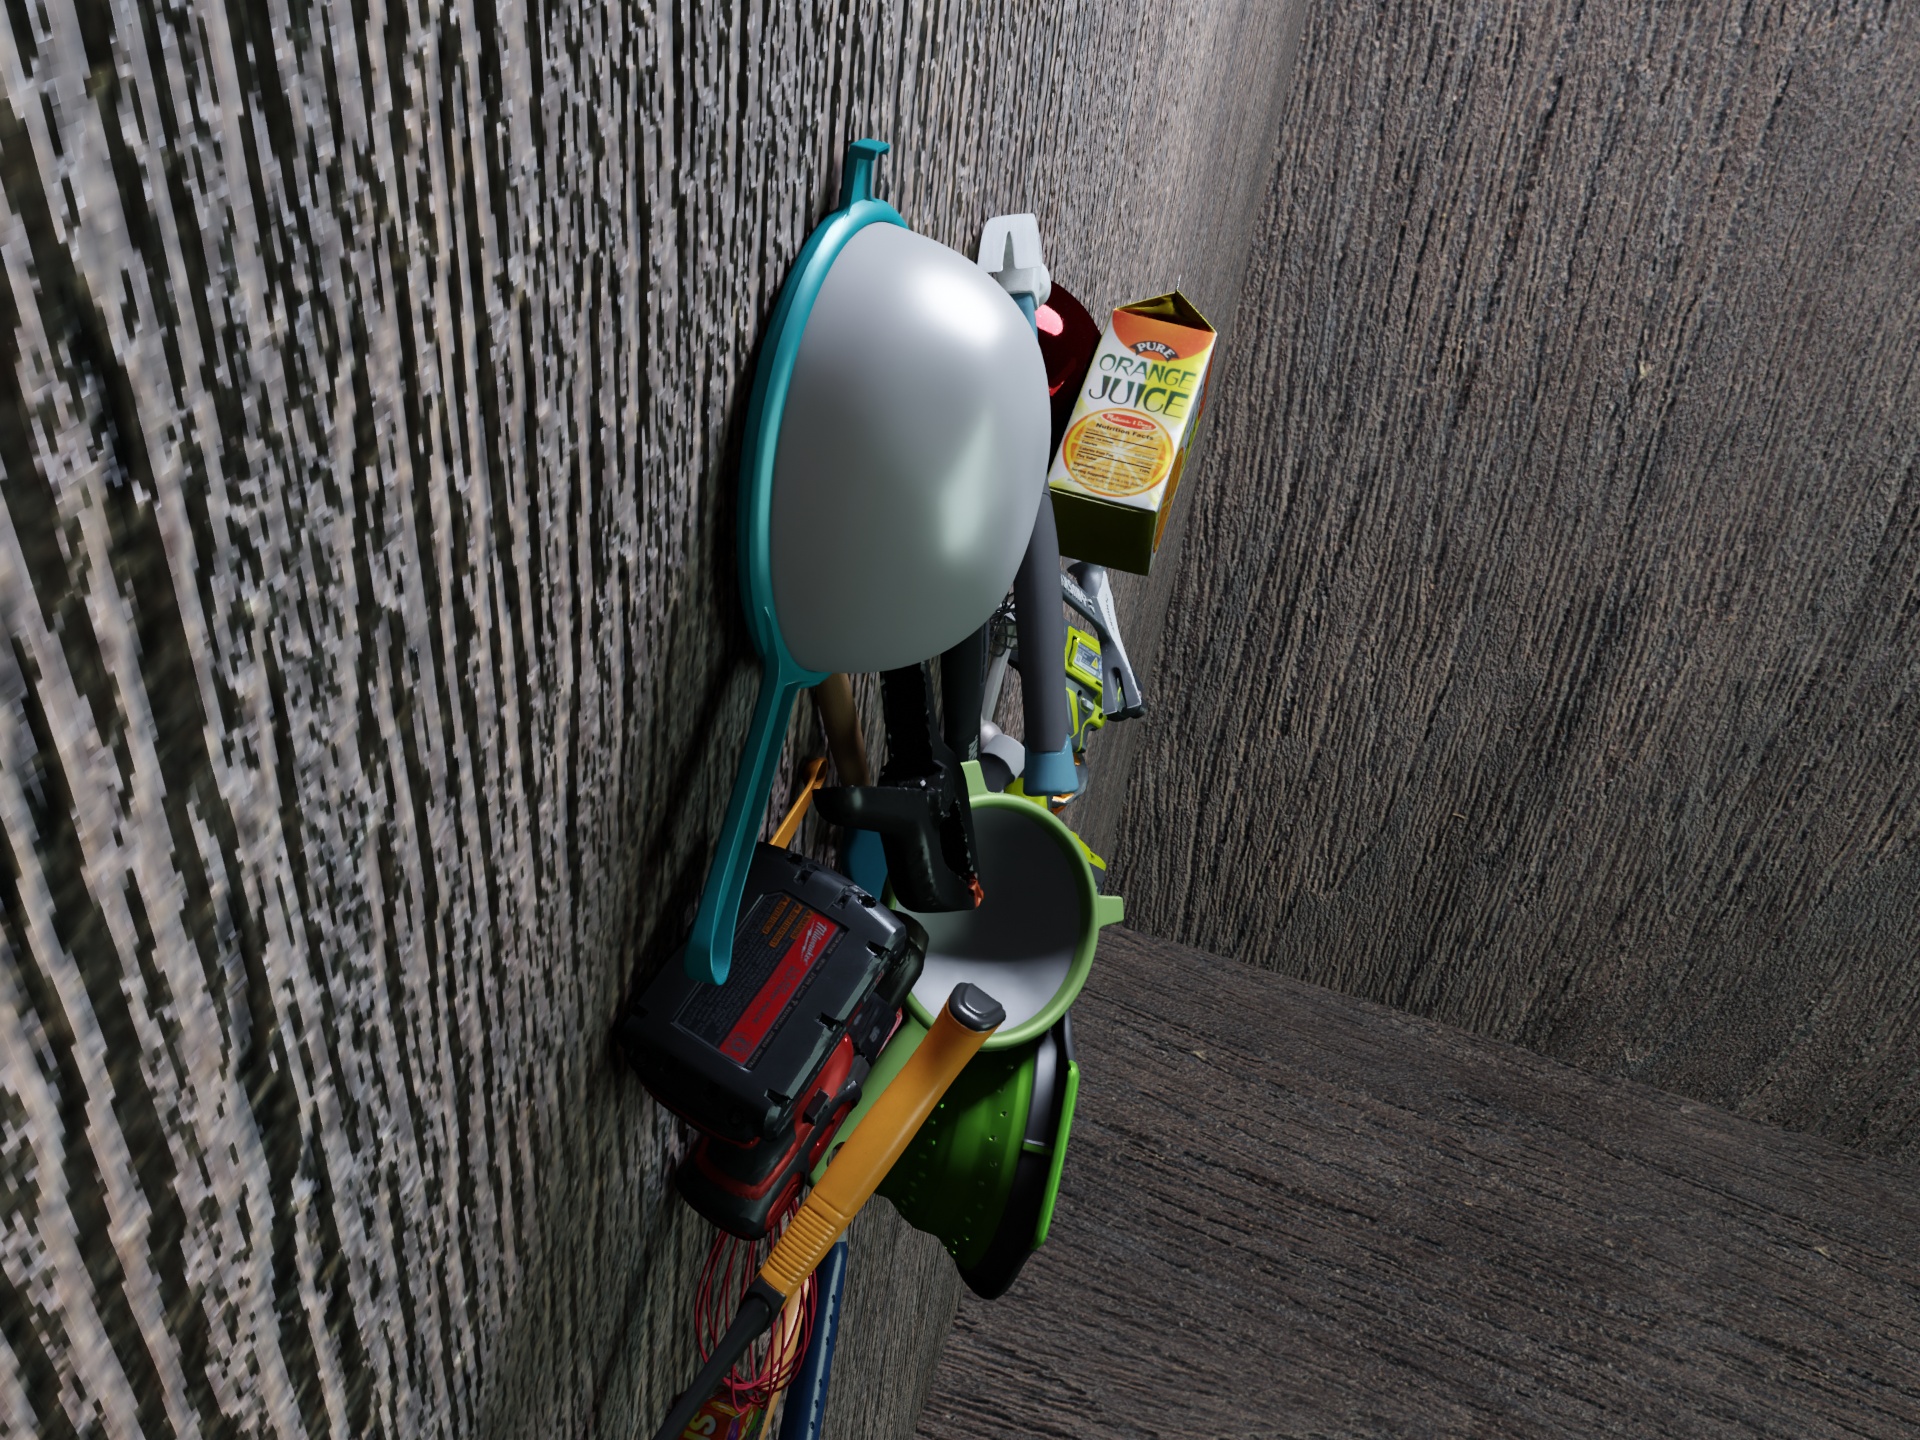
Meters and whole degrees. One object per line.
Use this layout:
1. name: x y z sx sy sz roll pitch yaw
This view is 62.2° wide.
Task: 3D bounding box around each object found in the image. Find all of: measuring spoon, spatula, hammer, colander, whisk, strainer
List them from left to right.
1. spatula: -0.160 0.515 1.122 0.323 0.041 0.081 -69 170 -49
2. whisk: -0.109 0.258 0.902 0.073 0.073 0.295 -40 138 -73
3. measuring spoon: -0.095 0.061 0.797 0.021 0.011 0.117 95 18 -48
4. hammer: -0.085 0.277 0.807 0.337 0.034 0.127 -53 169 -12
5. hammer: -0.085 0.338 1.071 0.144 0.035 0.405 54 45 -77
6. spatula: -0.051 0.031 0.887 0.082 0.044 0.317 -48 160 -19
7. strainer: -0.028 -0.050 0.666 0.210 0.095 0.340 64 39 -70
8. strainer: -0.024 0.159 0.938 0.256 0.151 0.069 -55 -157 -19
9. colander: -0.018 0.263 1.088 0.397 0.094 0.204 144 -40 -77
10. hammer: -0.005 0.083 1.249 0.149 0.037 0.359 1 104 -80
11. hammer: -0.002 -0.003 0.998 0.146 0.035 0.334 -51 163 -25
12. whisk: 0.003 -0.061 1.049 0.239 0.055 0.055 -24 129 -72
13. measuring spoon: 0.011 -0.012 1.149 0.034 0.018 0.124 -45 140 -25
14. hammer: 0.040 -0.121 0.877 0.128 0.033 0.331 46 40 -78
15. hammer: 0.056 -0.099 1.089 0.408 0.036 0.149 21 54 -71

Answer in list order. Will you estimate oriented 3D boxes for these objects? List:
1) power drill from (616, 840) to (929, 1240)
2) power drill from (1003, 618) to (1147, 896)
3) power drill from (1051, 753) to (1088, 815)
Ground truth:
1. power drill: -0.074 0.142 0.766 0.188 0.080 0.226 -55 165 -25
2. power drill: 0.090 0.037 1.373 0.171 0.080 0.223 29 70 -44
3. power drill: 0.049 0.141 1.486 0.164 0.084 0.226 139 -33 -72
